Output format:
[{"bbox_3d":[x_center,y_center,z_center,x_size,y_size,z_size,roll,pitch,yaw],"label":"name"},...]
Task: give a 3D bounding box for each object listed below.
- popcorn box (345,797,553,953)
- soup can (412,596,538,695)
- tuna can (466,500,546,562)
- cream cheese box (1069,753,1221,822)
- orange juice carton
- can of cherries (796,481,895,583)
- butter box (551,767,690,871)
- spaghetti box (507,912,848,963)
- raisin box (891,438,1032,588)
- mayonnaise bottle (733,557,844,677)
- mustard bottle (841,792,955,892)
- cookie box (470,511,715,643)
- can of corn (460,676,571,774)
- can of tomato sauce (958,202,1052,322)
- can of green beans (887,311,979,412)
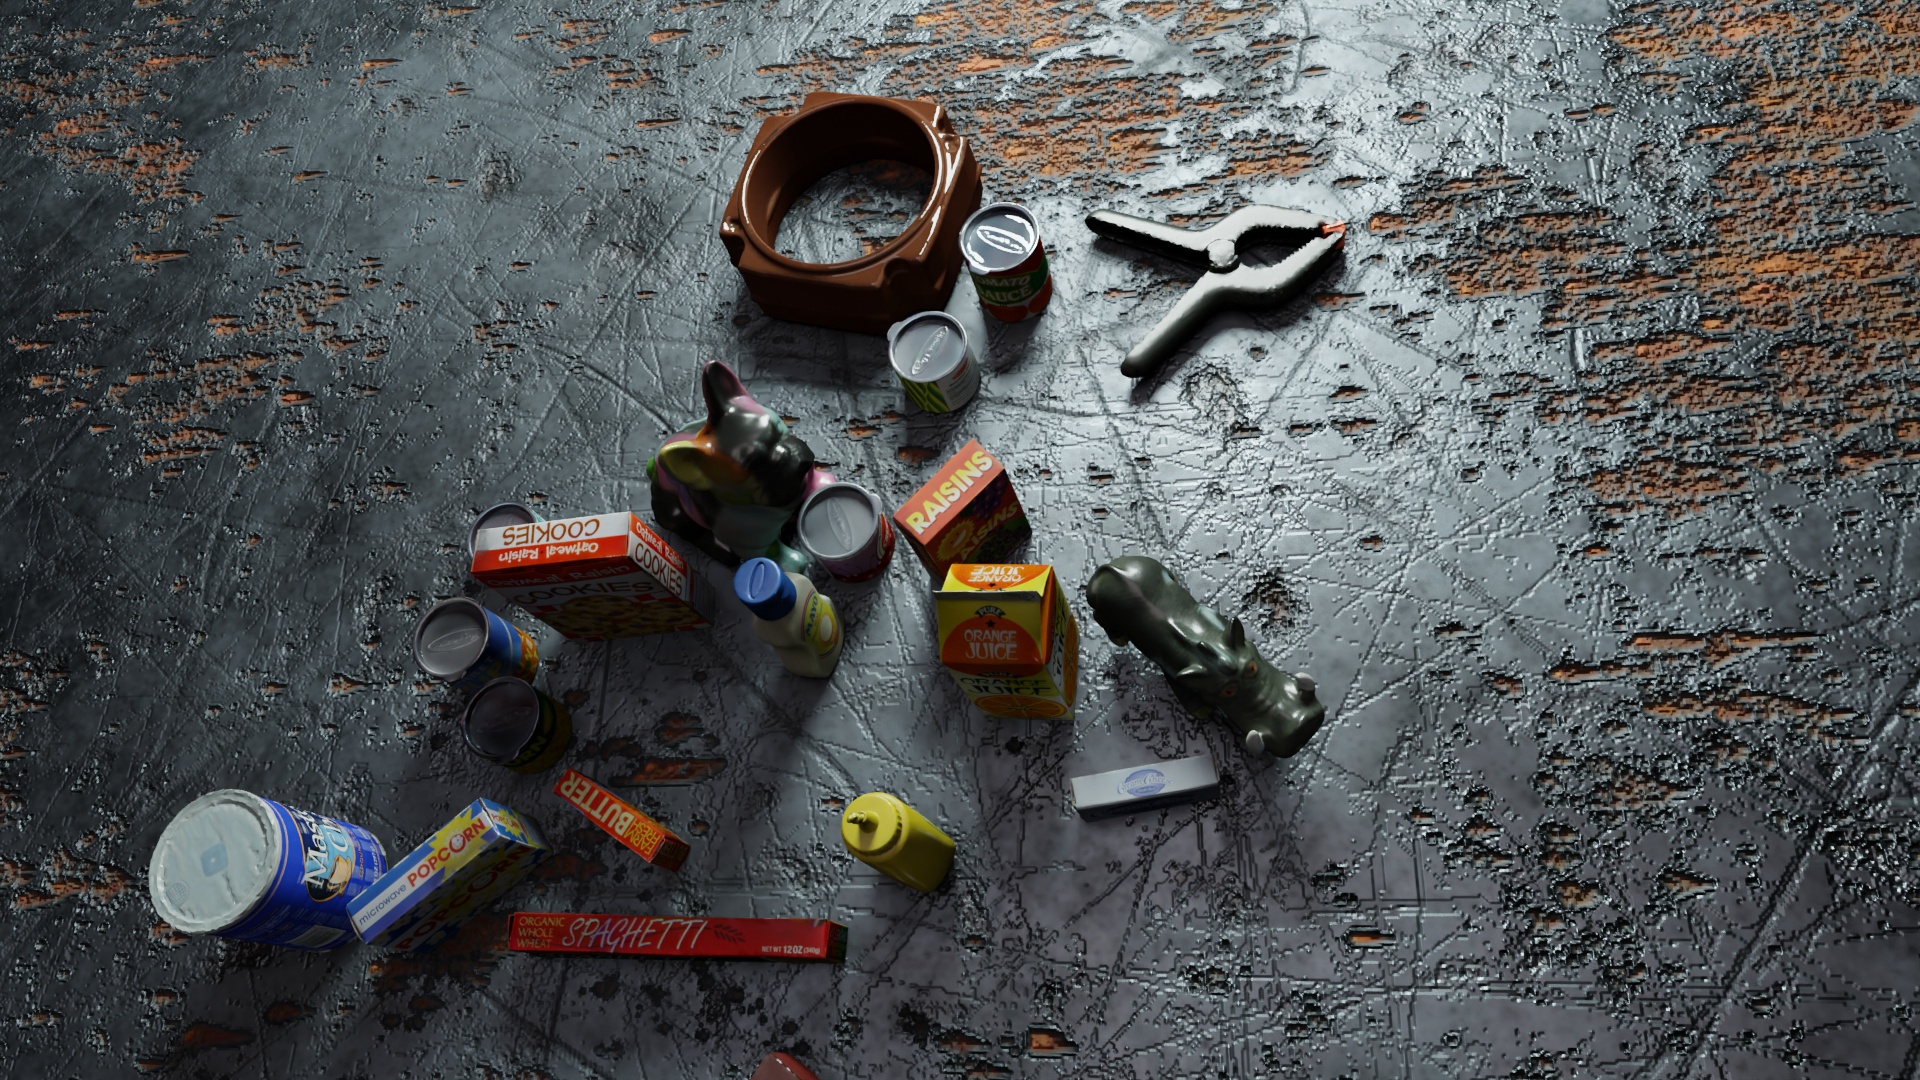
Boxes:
[{"bbox_3d":[-0.386,0.257,1.054,0.127,0.085,0.038,-39,65,-5],"label":"popcorn box"},{"bbox_3d":[-0.391,0.093,1.124,0.071,0.083,0.071,-5,67,11],"label":"soup can"},{"bbox_3d":[-0.382,0.002,1.188,0.071,0.032,0.071,-5,67,11],"label":"tuna can"},{"bbox_3d":[0.133,0.176,0.987,0.104,0.053,0.024,-12,66,8],"label":"cream cheese box"},{"bbox_3d":[0.035,0.068,0.978,0.072,0.192,0.073,1,69,13],"label":"orange juice carton"},{"bbox_3d":[-0.088,-0.006,1.110,0.071,0.058,0.072,-5,67,11],"label":"can of cherries"},{"bbox_3d":[-0.258,0.213,1.061,0.103,0.053,0.024,29,77,22],"label":"butter box"},{"bbox_3d":[-0.209,0.292,1.018,0.250,0.050,0.029,-2,68,12],"label":"spaghetti box"},{"bbox_3d":[0.004,-0.013,1.057,0.086,0.123,0.040,-44,66,-7],"label":"raisin box"},{"bbox_3d":[-0.128,0.056,1.044,0.041,0.147,0.065,5,70,15],"label":"mayonnaise bottle"},{"bbox_3d":[-0.048,0.204,0.958,0.065,0.159,0.049,24,76,21],"label":"mustard bottle"},{"bbox_3d":[-0.279,0.033,1.078,0.123,0.167,0.040,-7,67,10],"label":"cookie box"},{"bbox_3d":[-0.352,0.150,1.105,0.071,0.058,0.071,-5,67,11],"label":"can of corn"},{"bbox_3d":[0.039,-0.229,1.161,0.071,0.083,0.071,-5,67,11],"label":"can of tomato sauce"},{"bbox_3d":[-0.021,-0.148,1.154,0.071,0.057,0.071,-5,67,11],"label":"can of green beans"}]
